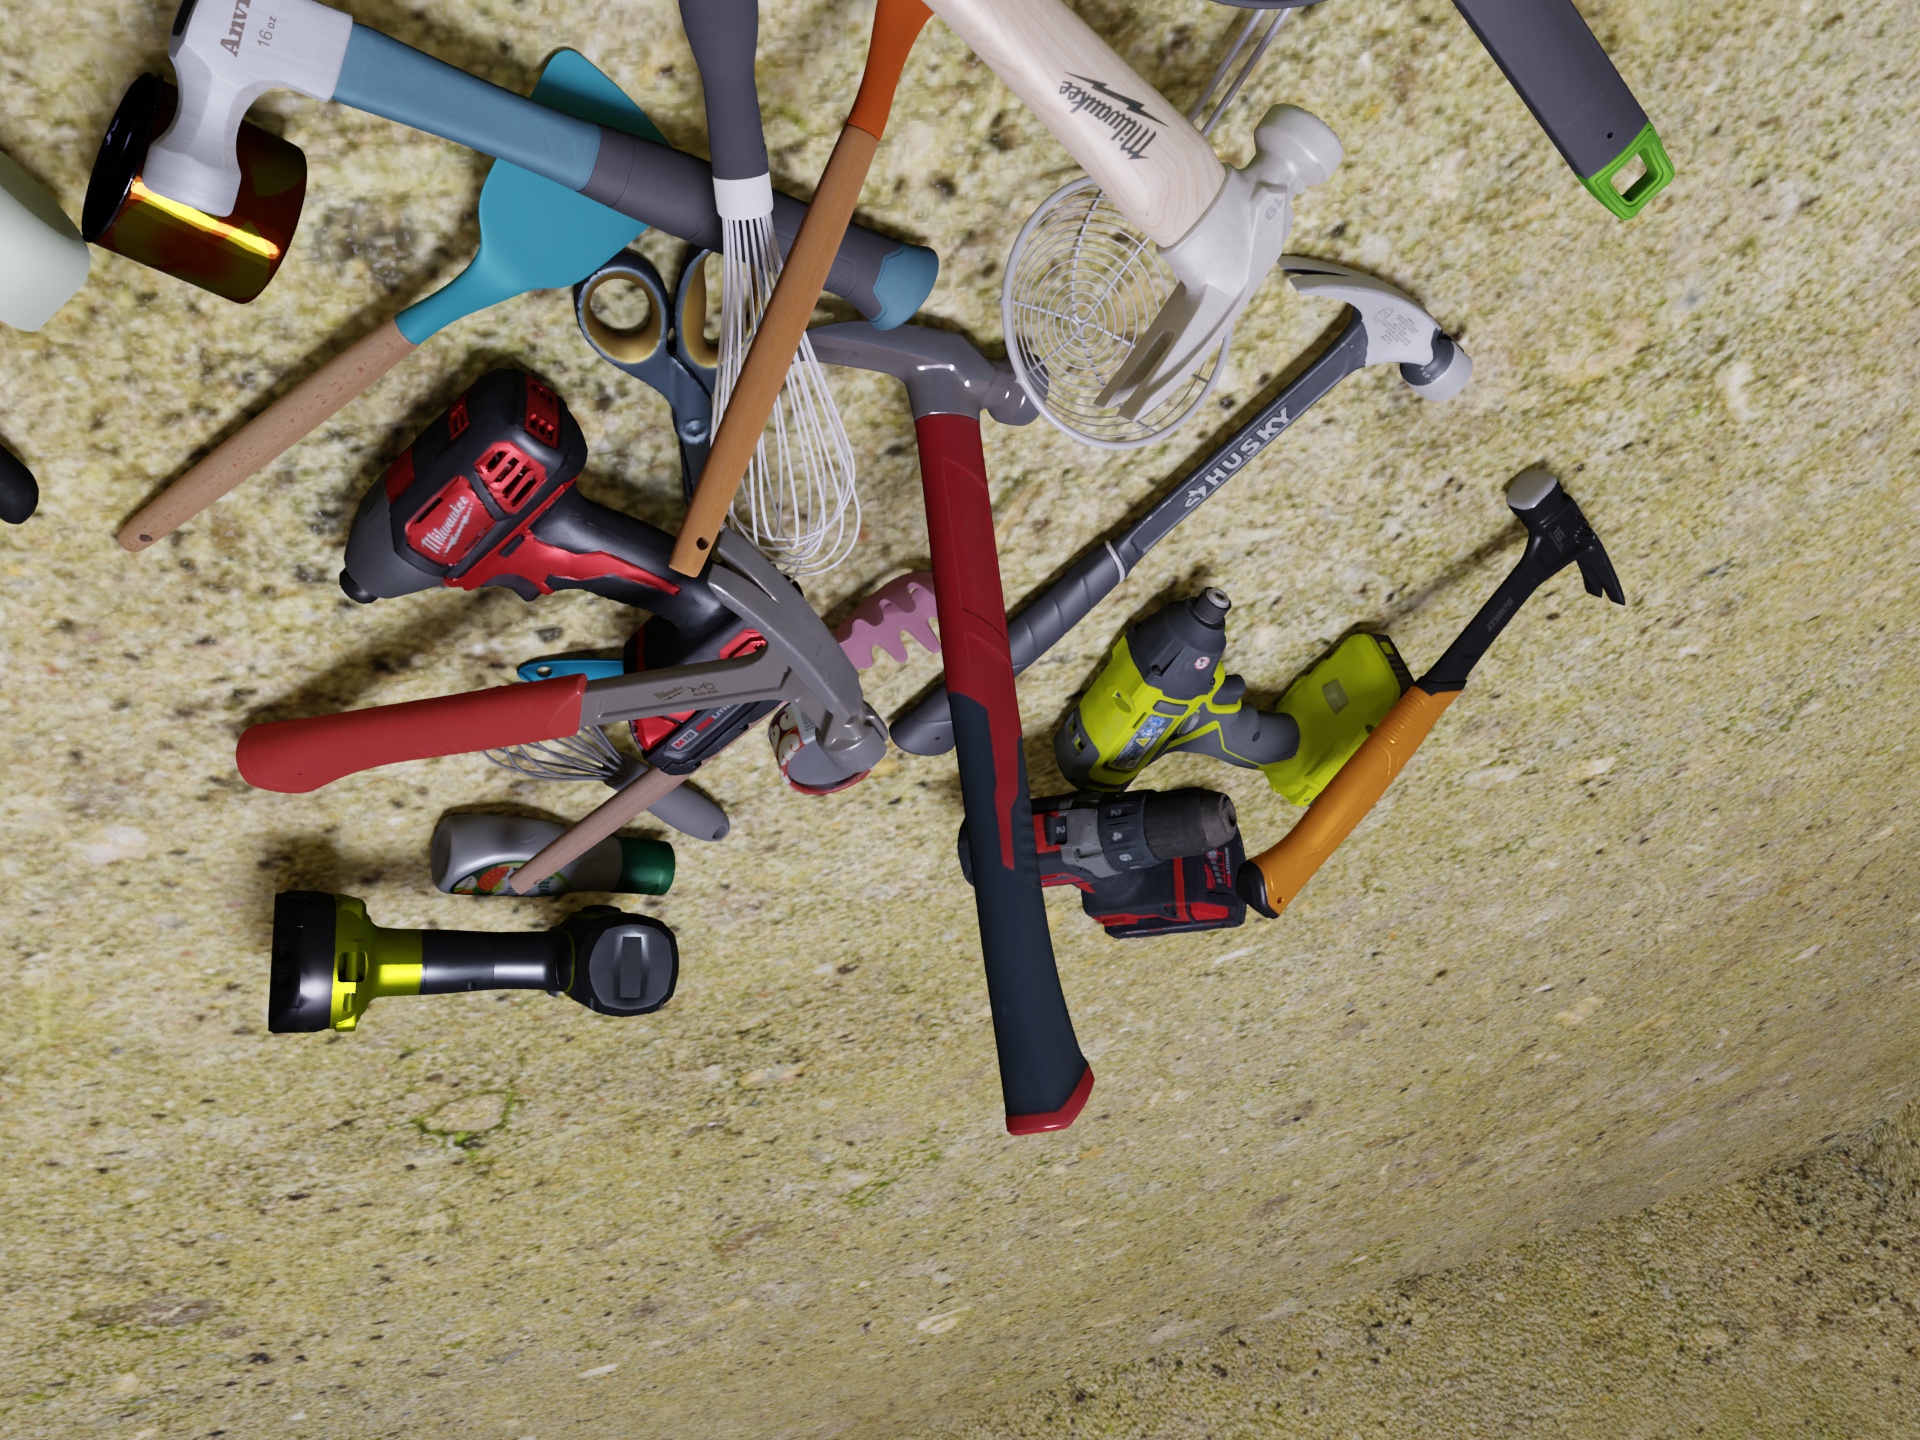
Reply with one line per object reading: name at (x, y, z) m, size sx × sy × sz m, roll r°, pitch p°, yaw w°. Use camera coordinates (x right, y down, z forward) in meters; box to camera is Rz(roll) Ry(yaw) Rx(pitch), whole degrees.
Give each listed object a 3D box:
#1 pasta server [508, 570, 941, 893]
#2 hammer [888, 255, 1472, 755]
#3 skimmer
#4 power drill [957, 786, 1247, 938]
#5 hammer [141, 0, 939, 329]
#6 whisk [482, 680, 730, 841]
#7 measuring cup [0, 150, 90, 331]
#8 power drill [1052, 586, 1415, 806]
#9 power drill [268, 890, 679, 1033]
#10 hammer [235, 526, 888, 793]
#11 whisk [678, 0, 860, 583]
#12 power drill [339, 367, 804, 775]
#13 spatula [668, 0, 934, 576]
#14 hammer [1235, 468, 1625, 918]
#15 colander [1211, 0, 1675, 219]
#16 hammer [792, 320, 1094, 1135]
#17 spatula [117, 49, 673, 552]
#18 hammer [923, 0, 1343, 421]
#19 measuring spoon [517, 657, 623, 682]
pasta server at (-0.128, 0.008, 0.923) m, size 0.316 × 0.040 × 0.060 m, roll -36°, pitch 156°, yaw -1°
hammer at (0.102, -0.108, 0.941) m, size 0.409 × 0.036 × 0.149 m, roll -41°, pitch 138°, yaw 25°
skimmer at (0.137, -0.282, 0.686) m, size 0.127 × 0.090 × 0.363 m, roll 15°, pitch 130°, yaw -26°
power drill at (0.128, 0.093, 1.099) m, size 0.188 × 0.080 × 0.226 m, roll -11°, pitch 161°, yaw 29°
hammer at (-0.140, -0.222, 0.644) m, size 0.330 × 0.033 × 0.128 m, roll 9°, pitch 106°, yaw -43°
whisk at (-0.206, 0.033, 0.951) m, size 0.055 × 0.055 × 0.238 m, roll -30°, pitch 149°, yaw 12°
measuring cup at (-0.369, -0.201, 0.540) m, size 0.038 × 0.083 × 0.167 m, roll -40°, pitch 150°, yaw -1°
power drill at (0.195, -0.012, 1.077) m, size 0.223 × 0.080 × 0.171 m, roll 8°, pitch 136°, yaw -29°
power drill at (-0.303, 0.146, 0.985) m, size 0.228 × 0.080 × 0.190 m, roll 3°, pitch 175°, yaw -23°
hammer at (-0.222, -0.008, 0.779) m, size 0.359 × 0.037 × 0.149 m, roll -7°, pitch 143°, yaw 24°
whisk at (-0.085, -0.184, 0.653) m, size 0.070 × 0.070 × 0.284 m, roll -12°, pitch 123°, yaw -13°
power drill at (-0.192, -0.067, 0.799) m, size 0.143 × 0.079 × 0.219 m, roll -36°, pitch 133°, yaw 21°
spatula at (-0.043, -0.204, 0.616) m, size 0.081 × 0.041 × 0.322 m, roll 19°, pitch 96°, yaw -41°
hammer at (0.304, -0.001, 1.051) m, size 0.337 × 0.034 × 0.127 m, roll -49°, pitch 124°, yaw -2°
colander at (0.192, -0.312, 0.601) m, size 0.396 × 0.095 × 0.204 m, roll 33°, pitch 111°, yaw -35°
hammer at (-0.001, -0.002, 0.747) m, size 0.143 × 0.386 × 0.038 m, roll 1°, pitch 165°, yaw -33°
spatula at (-0.260, -0.164, 0.699) m, size 0.317 × 0.044 × 0.082 m, roll -29°, pitch 144°, yaw 18°
hammer at (-0.018, -0.272, 0.564) m, size 0.410 × 0.038 × 0.146 m, roll 33°, pitch 94°, yaw -37°
measuring spoon at (-0.187, -0.035, 0.909) m, size 0.128 × 0.021 × 0.042 m, roll -2°, pitch 137°, yaw -11°
